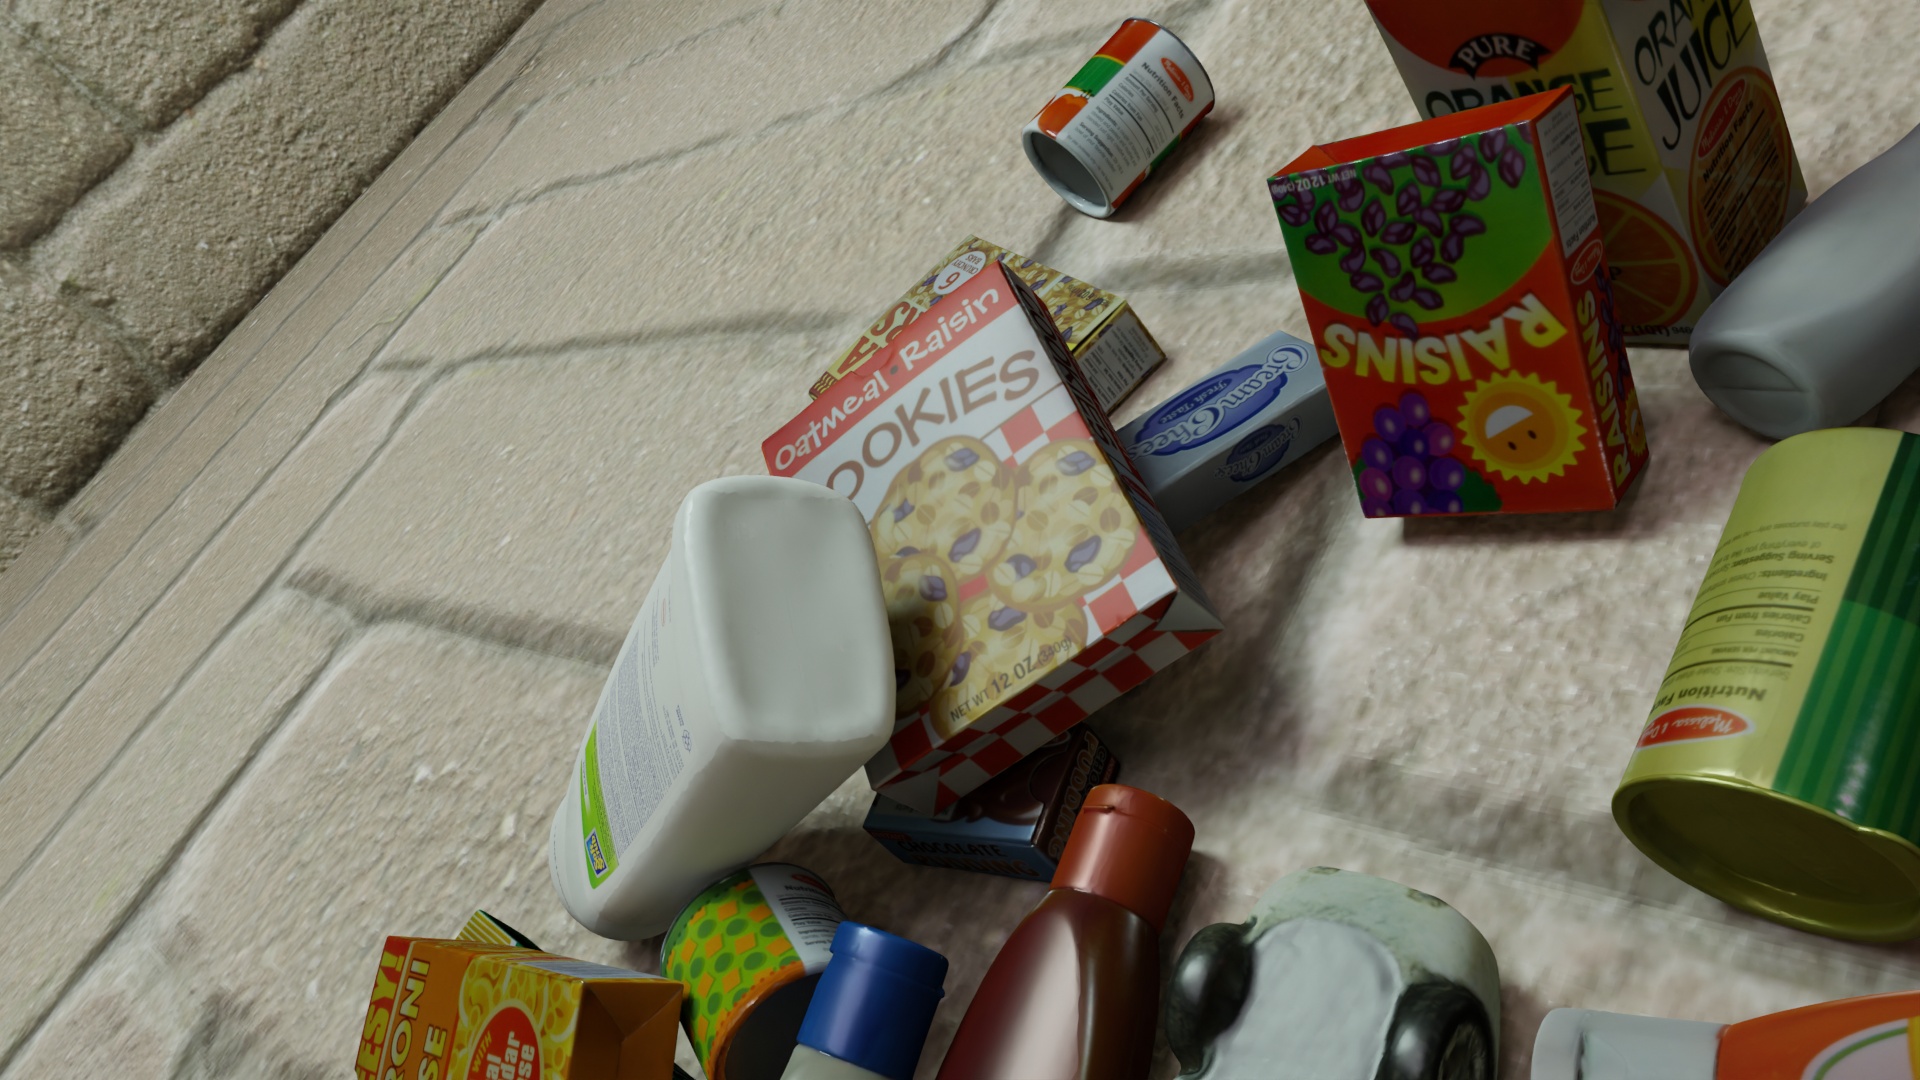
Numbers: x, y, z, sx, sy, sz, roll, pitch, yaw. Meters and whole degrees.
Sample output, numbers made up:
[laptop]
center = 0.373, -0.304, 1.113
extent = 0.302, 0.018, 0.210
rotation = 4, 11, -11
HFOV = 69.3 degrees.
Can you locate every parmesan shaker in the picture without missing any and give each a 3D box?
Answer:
[parmesan shaker]
center = 0.208, 0.032, 0.327
extent = 0.071, 0.071, 0.103
rotation = 8, 57, 49

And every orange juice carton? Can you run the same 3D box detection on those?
[orange juice carton]
center = 0.193, -0.154, 0.436
extent = 0.072, 0.192, 0.073
rotation = 12, 60, 52

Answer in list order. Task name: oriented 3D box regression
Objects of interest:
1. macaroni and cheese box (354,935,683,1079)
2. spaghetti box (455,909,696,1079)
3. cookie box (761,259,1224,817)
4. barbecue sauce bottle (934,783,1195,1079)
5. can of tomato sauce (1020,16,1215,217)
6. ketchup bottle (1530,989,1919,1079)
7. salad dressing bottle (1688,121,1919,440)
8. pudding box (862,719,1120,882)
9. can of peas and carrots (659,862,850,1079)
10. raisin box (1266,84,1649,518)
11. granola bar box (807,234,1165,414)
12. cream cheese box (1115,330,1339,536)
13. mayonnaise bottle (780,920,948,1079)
[macaroni and cheese box]
center = -0.162, 0.205, 0.477
extent = 0.166, 0.040, 0.124
rotation = -11, 69, 47
[spaghetti box]
center = -0.141, 0.203, 0.522
extent = 0.250, 0.028, 0.050
rotation = 10, 60, 50
[cookie box]
center = 0.002, -0.006, 0.500
extent = 0.122, 0.040, 0.168
rotation = -35, 51, 16
[barbecue sauce bottle]
center = 0.029, 0.143, 0.404
extent = 0.064, 0.043, 0.149
rotation = -11, 43, 47
[can of tomato sauce]
center = 0.082, -0.223, 0.740
extent = 0.083, 0.071, 0.071
rotation = -47, 34, -6
[ketchup bottle]
center = 0.192, 0.117, 0.270
extent = 0.148, 0.043, 0.065
rotation = -9, 46, 40
[salad dressing bottle]
center = 0.283, -0.094, 0.413
extent = 0.148, 0.044, 0.064
rotation = -44, 16, -6
[pudding box]
center = 0.010, 0.091, 0.494
extent = 0.083, 0.030, 0.050
rotation = -6, 47, 42
[can of peas and carrots]
center = -0.062, 0.154, 0.465
extent = 0.071, 0.070, 0.059
rotation = -46, 34, -5
[raisin box]
center = 0.157, -0.070, 0.438
extent = 0.086, 0.123, 0.040
rotation = -3, 26, 43
[granola bar box]
center = 0.005, -0.082, 0.683
extent = 0.124, 0.039, 0.166
rotation = -45, 34, -3
[cream cheese box]
center = 0.100, -0.041, 0.534
extent = 0.104, 0.024, 0.053
rotation = -32, 32, -10
[mayonnaise bottle]
center = -0.044, 0.186, 0.397
extent = 0.041, 0.064, 0.148
rotation = 18, 69, 6
